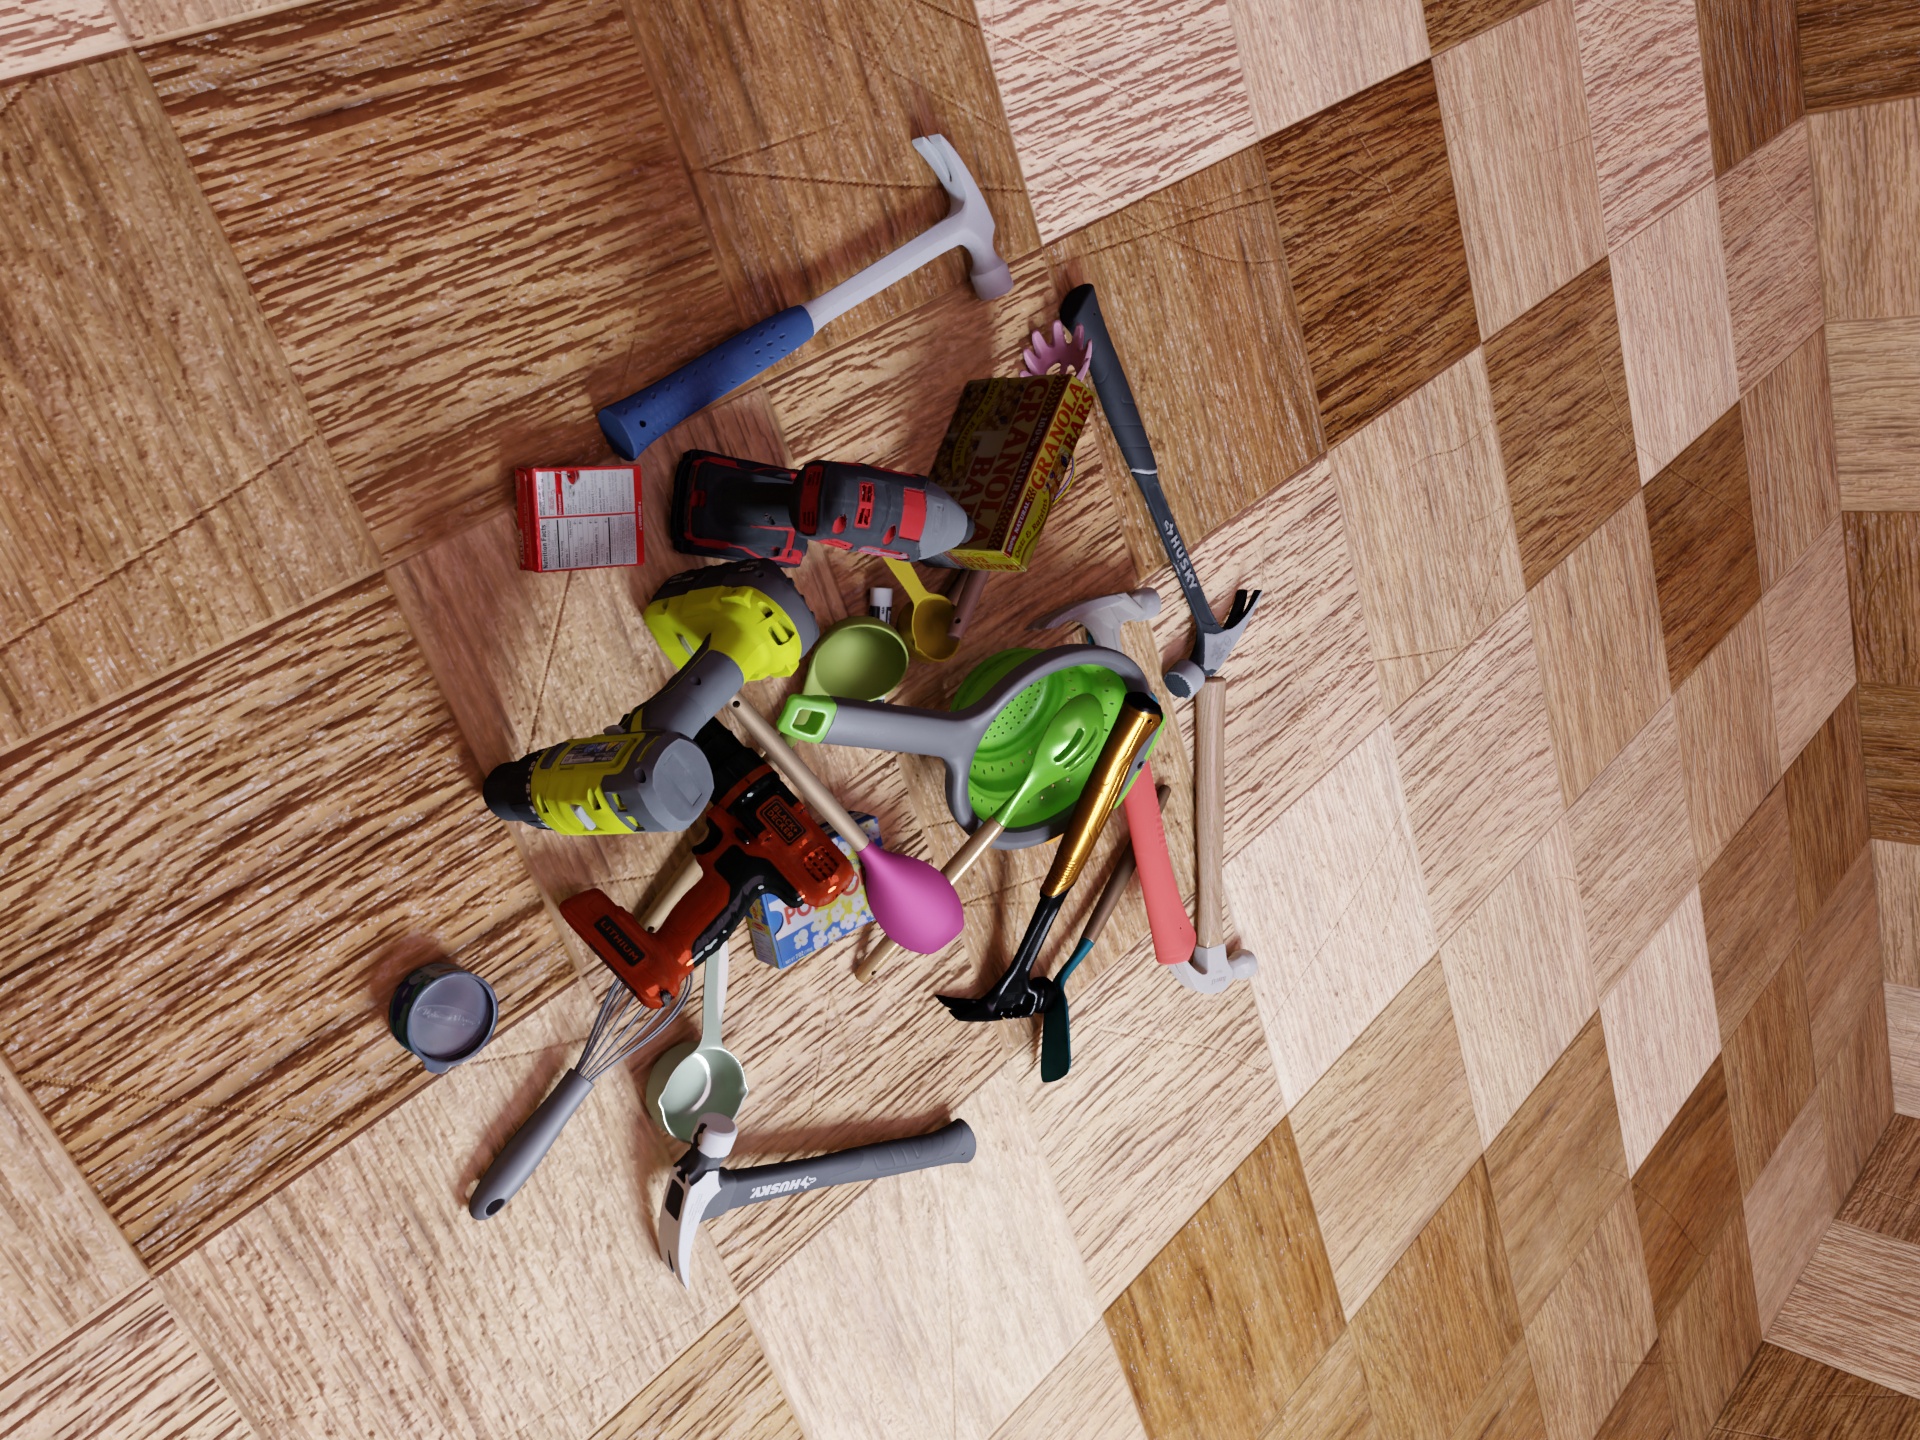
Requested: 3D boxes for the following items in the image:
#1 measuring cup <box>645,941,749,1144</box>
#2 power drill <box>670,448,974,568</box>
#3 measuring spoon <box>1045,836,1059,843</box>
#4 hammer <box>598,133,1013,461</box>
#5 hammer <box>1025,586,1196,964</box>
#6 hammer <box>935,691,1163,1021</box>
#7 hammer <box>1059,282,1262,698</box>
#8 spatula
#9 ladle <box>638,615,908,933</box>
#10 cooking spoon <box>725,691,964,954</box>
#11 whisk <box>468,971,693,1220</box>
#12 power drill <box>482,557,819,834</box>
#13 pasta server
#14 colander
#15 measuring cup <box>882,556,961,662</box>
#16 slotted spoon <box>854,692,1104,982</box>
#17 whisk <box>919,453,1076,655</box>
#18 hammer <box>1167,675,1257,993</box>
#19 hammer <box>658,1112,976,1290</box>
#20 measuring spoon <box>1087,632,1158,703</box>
[{"bbox_3d":[-0.204,0.242,1.236,0.083,0.038,0.167,5,90,-42],"label":"measuring cup"},{"bbox_3d":[-0.101,-0.150,1.150,0.143,0.220,0.078,4,93,-42],"label":"power drill"},{"bbox_3d":[0.113,0.073,1.519,0.117,0.011,0.021,-50,126,-21],"label":"measuring spoon"},{"bbox_3d":[-0.116,-0.322,1.238,0.405,0.035,0.144,-40,121,-31],"label":"hammer"},{"bbox_3d":[0.160,0.060,1.504,0.149,0.037,0.359,-18,100,-36],"label":"hammer"},{"bbox_3d":[0.089,0.124,1.397,0.127,0.034,0.336,3,119,-41],"label":"hammer"},{"bbox_3d":[0.187,-0.226,1.526,0.149,0.036,0.408,-44,122,-30],"label":"hammer"},{"bbox_3d":[0.142,0.197,1.535,0.044,0.082,0.318,32,66,-3],"label":"spatula"},{"bbox_3d":[-0.151,0.046,1.245,0.320,0.062,0.078,-55,127,-19],"label":"ladle"},{"bbox_3d":[-0.093,0.083,1.262,0.069,0.017,0.318,-39,121,-1],"label":"cooking spoon"},{"bbox_3d":[-0.278,0.264,1.170,0.239,0.055,0.055,-53,127,-18],"label":"whisk"},{"bbox_3d":[-0.217,-0.009,1.111,0.080,0.190,0.229,59,44,-30],"label":"power drill"},{"bbox_3d":[0.046,-0.208,1.368,0.040,0.060,0.316,68,40,-61],"label":"pasta server"},{"bbox_3d":[-0.002,-0.004,1.323,0.396,0.095,0.204,8,117,-42],"label":"colander"},{"bbox_3d":[-0.052,-0.116,1.311,0.062,0.029,0.156,-45,112,-37],"label":"measuring cup"},{"bbox_3d":[0.016,0.104,1.336,0.314,0.031,0.070,-49,141,8],"label":"slotted spoon"},{"bbox_3d":[0.032,-0.152,1.392,0.245,0.051,0.047,-57,134,-17],"label":"whisk"},{"bbox_3d":[0.256,0.120,1.638,0.130,0.031,0.331,-9,102,-41],"label":"hammer"},{"bbox_3d":[-0.107,0.379,1.328,0.334,0.035,0.146,5,111,-47],"label":"hammer"},{"bbox_3d":[0.159,-0.040,1.534,0.042,0.021,0.128,-54,128,-23],"label":"measuring spoon"}]
